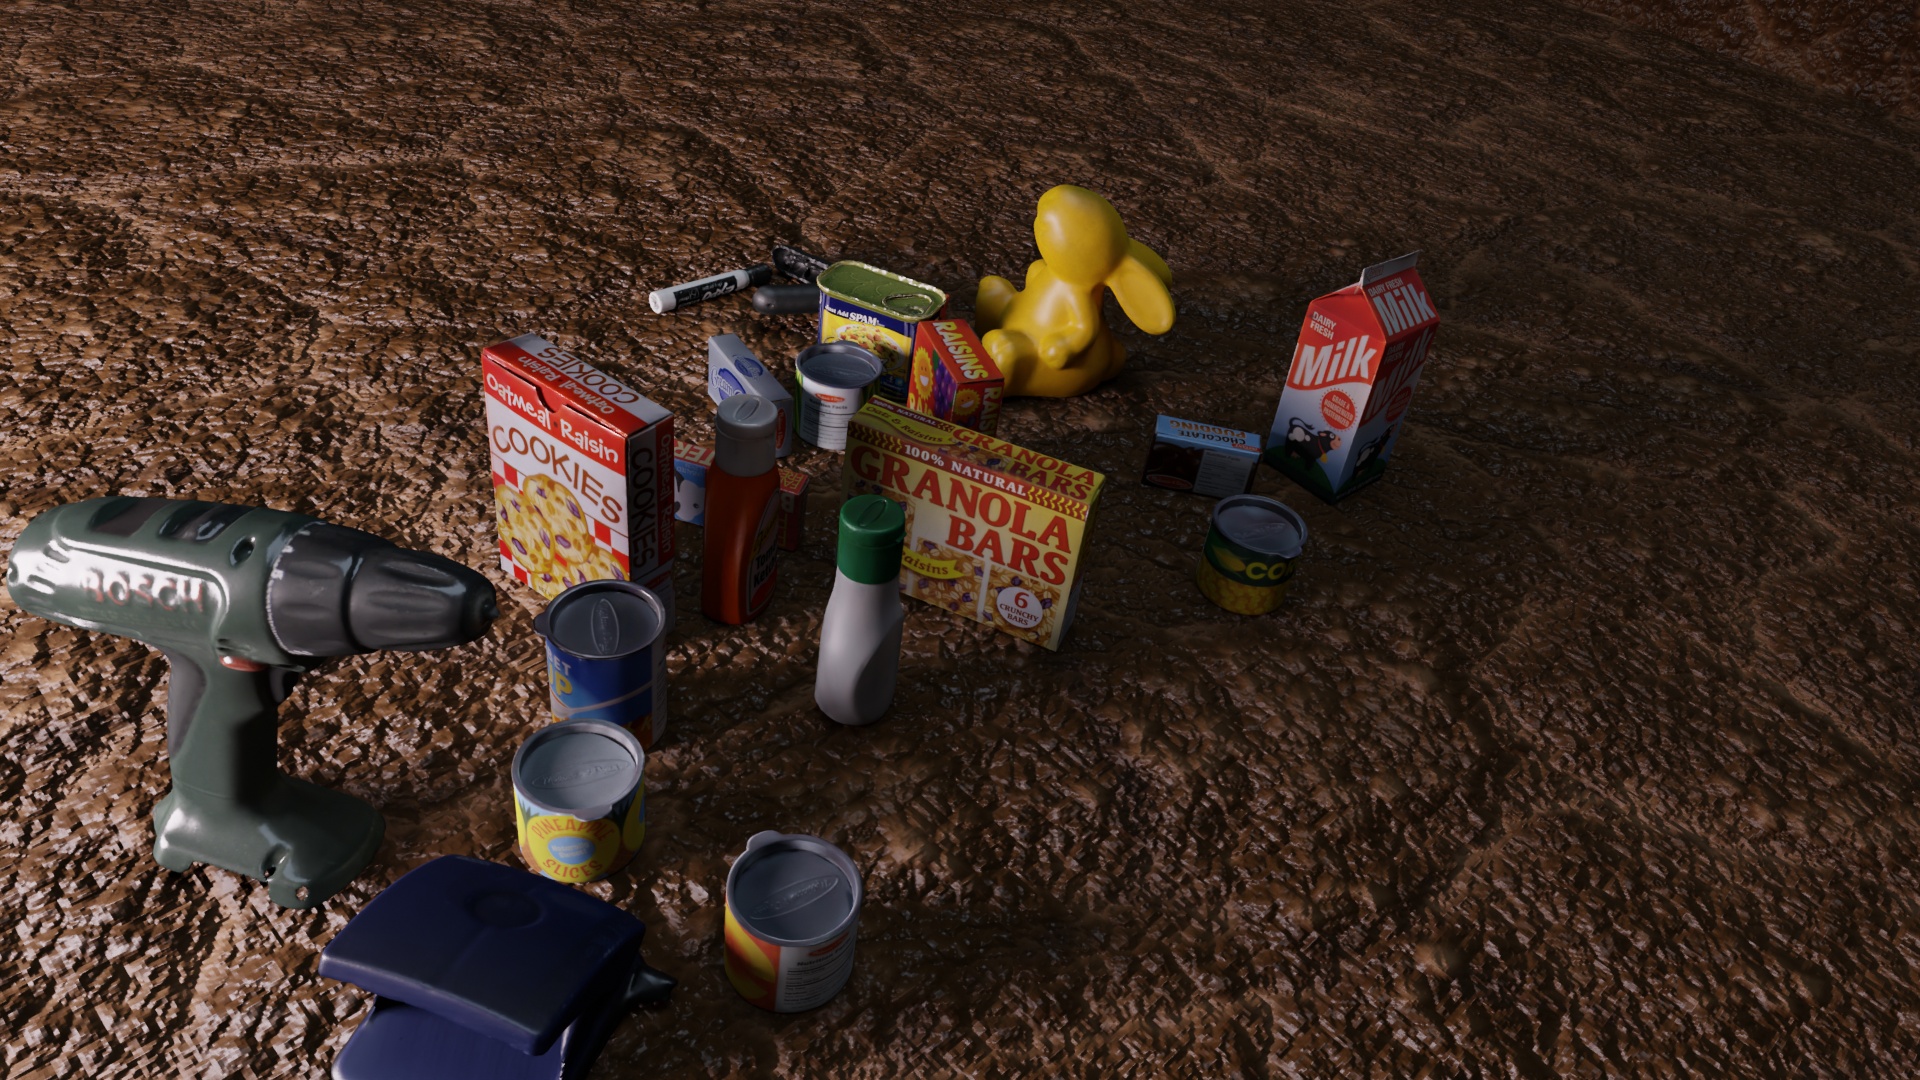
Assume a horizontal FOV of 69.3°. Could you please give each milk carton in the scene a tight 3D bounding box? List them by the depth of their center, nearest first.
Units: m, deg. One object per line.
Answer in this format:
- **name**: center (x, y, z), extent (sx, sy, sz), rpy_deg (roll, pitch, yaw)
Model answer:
- **milk carton**: center (0.303, -0.131, 1.068), extent (0.072, 0.189, 0.073), rpy_deg (-23, 48, -35)

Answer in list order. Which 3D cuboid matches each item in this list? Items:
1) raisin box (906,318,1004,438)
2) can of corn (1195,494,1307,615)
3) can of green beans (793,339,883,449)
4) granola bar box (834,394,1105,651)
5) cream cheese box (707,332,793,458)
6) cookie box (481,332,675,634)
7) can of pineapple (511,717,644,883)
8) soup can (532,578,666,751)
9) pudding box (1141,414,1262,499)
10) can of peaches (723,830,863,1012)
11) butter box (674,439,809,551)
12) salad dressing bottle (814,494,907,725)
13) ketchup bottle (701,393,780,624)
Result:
- **raisin box**: center (-0.007, -0.086, 1.002), extent (0.040, 0.122, 0.086), rpy_deg (-7, 40, -19)
- **can of corn**: center (0.204, 0.012, 0.973), extent (0.071, 0.058, 0.071), rpy_deg (6, 38, -4)
- **can of green beans**: center (-0.095, -0.111, 1.070), extent (0.071, 0.057, 0.071), rpy_deg (6, 38, -4)
- **granola bar box**: center (0.003, -0.011, 0.908), extent (0.166, 0.123, 0.039), rpy_deg (20, 39, 14)
- **cream cheese box**: center (-0.161, -0.110, 1.059), extent (0.024, 0.053, 0.104), rpy_deg (-16, 44, -29)
- **cookie box**: center (-0.231, -0.027, 0.844), extent (0.123, 0.166, 0.040), rpy_deg (29, 42, 24)
- **can of pineapple**: center (-0.199, 0.138, 0.729), extent (0.071, 0.057, 0.071), rpy_deg (6, 38, -4)
- **soup can**: center (-0.203, 0.074, 0.788), extent (0.071, 0.083, 0.072), rpy_deg (6, 38, -4)
- **pudding box**: center (0.186, -0.063, 1.072), extent (0.084, 0.049, 0.030), rpy_deg (11, 38, 3)
- **can of peaches**: center (-0.084, 0.188, 0.688), extent (0.071, 0.057, 0.071), rpy_deg (6, 38, -4)
- **butter box**: center (-0.157, -0.031, 0.958), extent (0.103, 0.052, 0.024), rpy_deg (15, 38, 8)
- **salad dressing bottle**: center (-0.056, 0.042, 0.808), extent (0.044, 0.146, 0.064), rpy_deg (21, 39, 16)
- **ketchup bottle**: center (-0.137, -0.021, 0.871), extent (0.043, 0.148, 0.065), rpy_deg (16, 38, 9)
